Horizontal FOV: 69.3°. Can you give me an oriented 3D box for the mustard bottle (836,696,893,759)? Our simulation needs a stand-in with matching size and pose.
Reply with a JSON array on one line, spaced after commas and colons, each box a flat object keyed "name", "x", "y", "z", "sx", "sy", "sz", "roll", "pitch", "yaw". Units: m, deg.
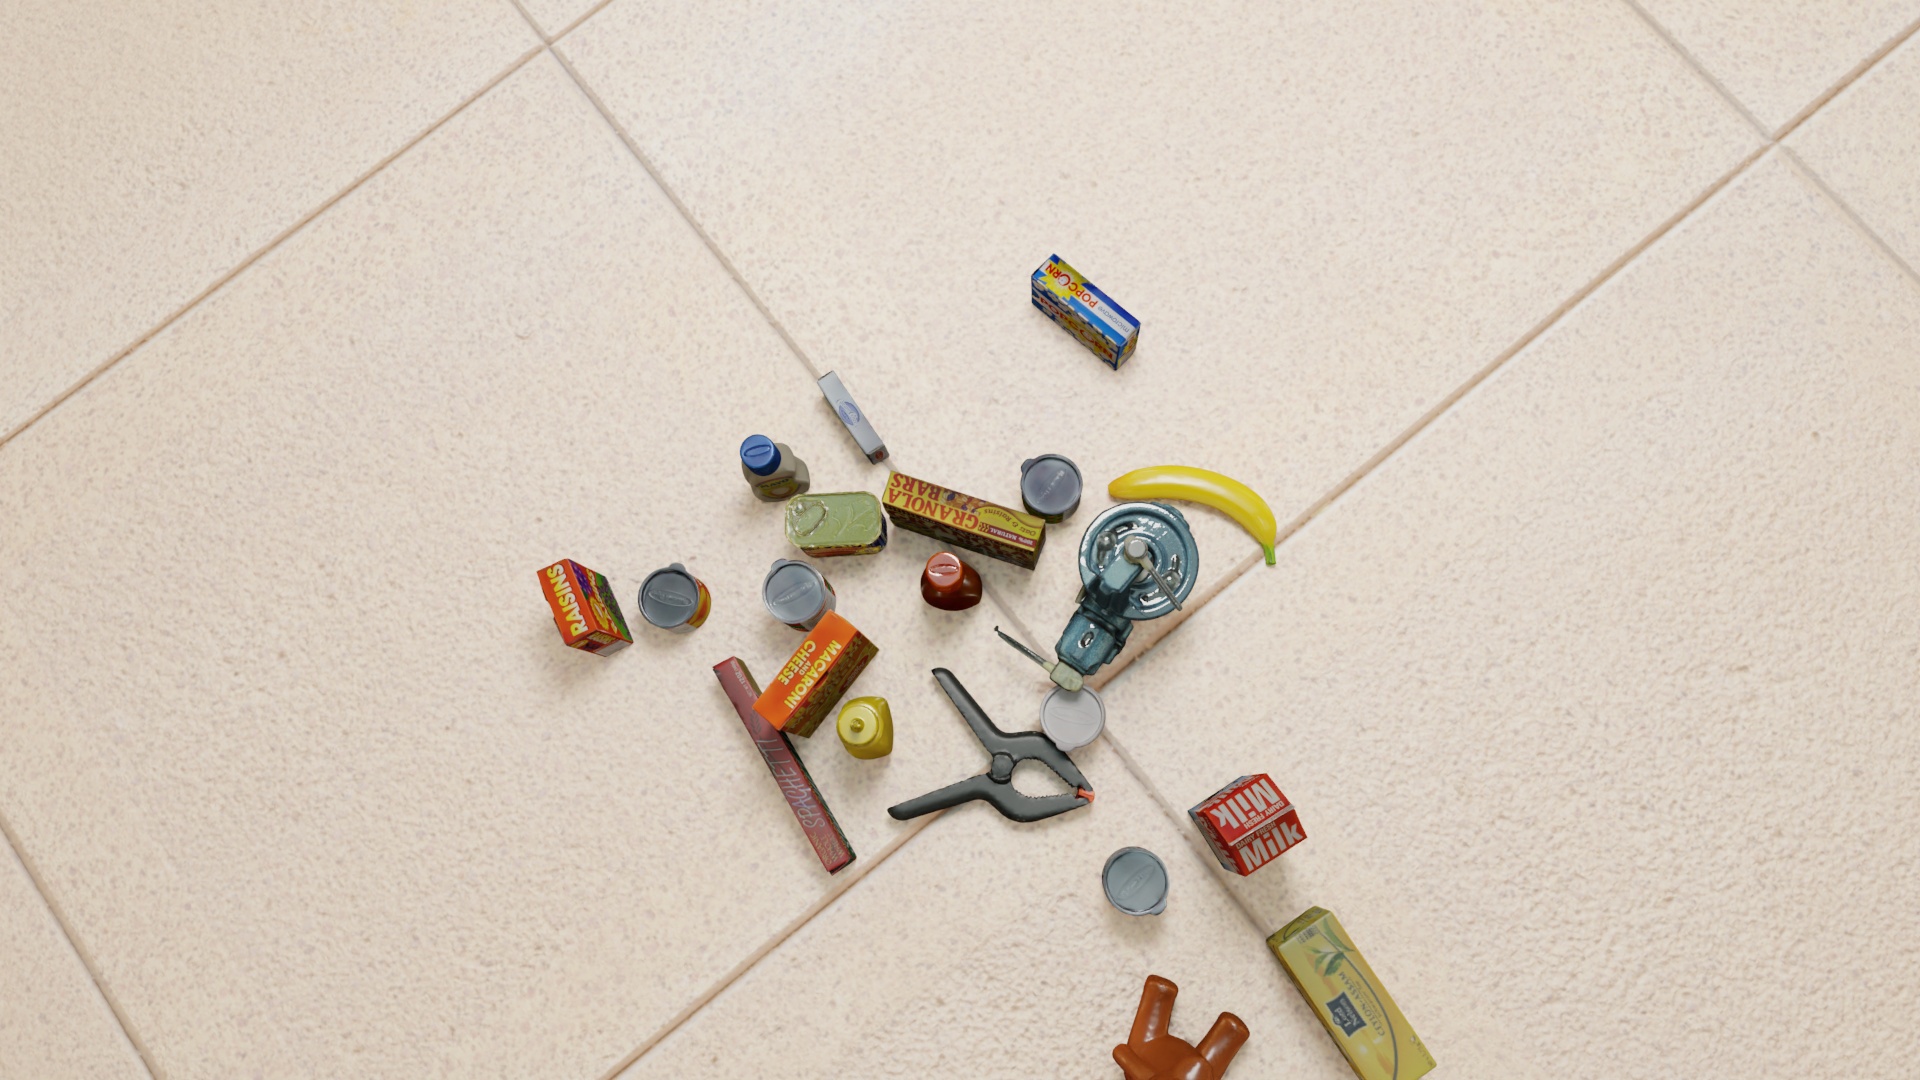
[{"name": "mustard bottle", "x": -0.098, "y": 0.187, "z": 1.403, "sx": 0.049, "sy": 0.160, "sz": 0.065, "roll": -7, "pitch": 79, "yaw": 2}]

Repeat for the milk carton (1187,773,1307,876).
[{"name": "milk carton", "x": 0.279, "y": 0.275, "z": 1.349, "sx": 0.072, "sy": 0.190, "sz": 0.073, "roll": -31, "pitch": 79, "yaw": -2}]

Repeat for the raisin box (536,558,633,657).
[{"name": "raisin box", "x": -0.394, "y": 0.072, "z": 1.462, "sx": 0.040, "sy": 0.123, "sz": 0.086, "roll": -25, "pitch": 79, "yaw": -1}]

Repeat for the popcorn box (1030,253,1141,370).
[{"name": "popcorn box", "x": 0.136, "y": -0.248, "z": 1.513, "sx": 0.127, "sy": 0.085, "sz": 0.038, "roll": 41, "pitch": 84, "yaw": 10}]

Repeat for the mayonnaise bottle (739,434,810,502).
[{"name": "mayonnaise bottle", "x": -0.201, "y": -0.076, "z": 1.467, "sx": 0.065, "sy": 0.148, "sz": 0.041, "roll": -15, "pitch": 79, "yaw": 1}]

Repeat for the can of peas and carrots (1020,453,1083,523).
[{"name": "can of peas and carrots", "x": 0.096, "y": -0.056, "z": 1.491, "sx": 0.071, "sy": 0.058, "sz": 0.071, "roll": -1, "pitch": 79, "yaw": 3}]

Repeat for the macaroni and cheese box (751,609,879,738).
[{"name": "macaroni and cheese box", "x": -0.143, "y": 0.139, "z": 1.412, "sx": 0.040, "sy": 0.166, "sz": 0.124, "roll": 37, "pitch": 84, "yaw": 9}]

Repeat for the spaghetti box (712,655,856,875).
[{"name": "spaghetti box", "x": -0.184, "y": 0.234, "z": 1.455, "sx": 0.029, "sy": 0.050, "sz": 0.250, "roll": -32, "pitch": 79, "yaw": -3}]

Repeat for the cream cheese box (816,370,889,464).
[{"name": "cream cheese box", "x": -0.117, "y": -0.133, "z": 1.521, "sx": 0.024, "sy": 0.053, "sz": 0.104, "roll": -34, "pitch": 79, "yaw": -3}]

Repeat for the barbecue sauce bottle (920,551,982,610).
[{"name": "barbecue sauce bottle", "x": -0.012, "y": 0.042, "z": 1.433, "sx": 0.065, "sy": 0.148, "sz": 0.044, "roll": -1, "pitch": 80, "yaw": 3}]

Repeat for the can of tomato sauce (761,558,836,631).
[{"name": "can of tomato sauce", "x": -0.171, "y": 0.059, "z": 1.472, "sx": 0.071, "sy": 0.083, "sz": 0.071, "roll": -1, "pitch": 79, "yaw": 3}]

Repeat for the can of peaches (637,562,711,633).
[{"name": "can of peaches", "x": -0.305, "y": 0.063, "z": 1.492, "sx": 0.071, "sy": 0.058, "sz": 0.071, "roll": -1, "pitch": 79, "yaw": 3}]

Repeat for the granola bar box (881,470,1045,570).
[{"name": "granola bar box", "x": 0.005, "y": -0.018, "z": 1.456, "sx": 0.166, "sy": 0.124, "sz": 0.039, "roll": 18, "pitch": 81, "yaw": 7}]

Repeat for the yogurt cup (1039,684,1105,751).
[{"name": "yogurt cup", "x": 0.116, "y": 0.183, "z": 1.446, "sx": 0.072, "sy": 0.054, "sz": 0.072, "roll": -1, "pitch": 79, "yaw": 3}]

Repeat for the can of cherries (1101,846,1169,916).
[{"name": "can of cherries", "x": 0.178, "y": 0.347, "z": 1.408, "sx": 0.071, "sy": 0.058, "sz": 0.071, "roll": -1, "pitch": 79, "yaw": 3}]
